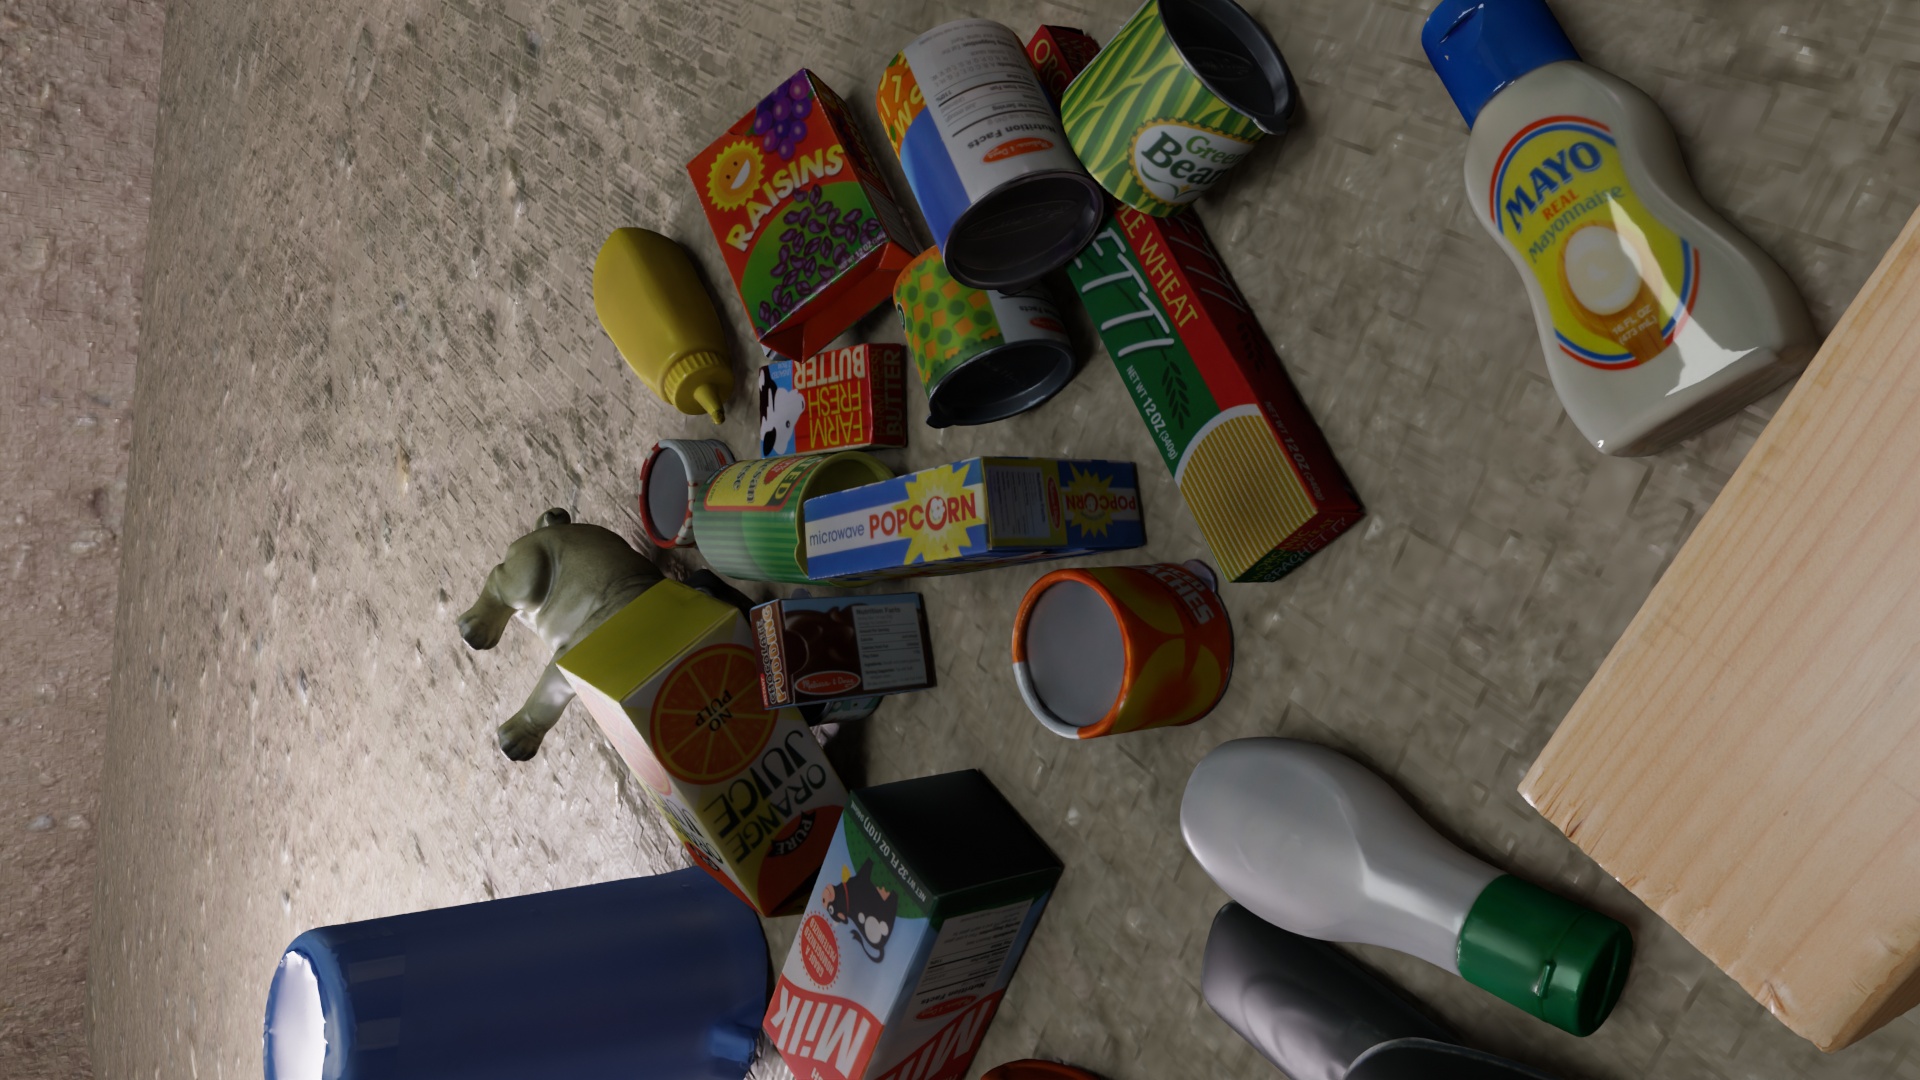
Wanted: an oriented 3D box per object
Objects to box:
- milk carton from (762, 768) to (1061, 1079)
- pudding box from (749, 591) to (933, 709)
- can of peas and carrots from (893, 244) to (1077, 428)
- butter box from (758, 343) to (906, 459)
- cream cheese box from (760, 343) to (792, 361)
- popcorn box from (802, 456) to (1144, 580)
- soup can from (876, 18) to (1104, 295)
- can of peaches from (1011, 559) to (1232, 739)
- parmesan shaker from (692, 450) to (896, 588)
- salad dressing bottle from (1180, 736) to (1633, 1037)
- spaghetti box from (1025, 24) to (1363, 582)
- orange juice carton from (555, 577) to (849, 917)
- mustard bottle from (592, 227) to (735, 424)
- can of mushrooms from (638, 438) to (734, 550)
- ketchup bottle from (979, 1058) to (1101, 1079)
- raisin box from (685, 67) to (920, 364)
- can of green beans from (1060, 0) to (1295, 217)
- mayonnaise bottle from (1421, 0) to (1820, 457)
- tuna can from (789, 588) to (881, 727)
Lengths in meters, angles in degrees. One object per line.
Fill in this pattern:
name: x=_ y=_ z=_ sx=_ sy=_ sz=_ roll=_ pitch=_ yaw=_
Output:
milk carton: x=-0.032 y=0.205 z=0.645 sx=0.072 sy=0.073 sz=0.189 roll=43 pitch=122 yaw=41
pudding box: x=-0.056 y=0.051 z=0.662 sx=0.030 sy=0.084 sz=0.050 roll=-19 pitch=77 yaw=49
can of peas and carrots: x=0.008 y=-0.090 z=0.597 sx=0.070 sy=0.071 sz=0.059 roll=-40 pitch=61 yaw=43
butter box: x=-0.068 y=-0.070 z=0.721 sx=0.103 sy=0.024 sz=0.053 roll=-3 pitch=89 yaw=50
cream cheese box: x=-0.101 y=-0.154 z=0.759 sx=0.053 sy=0.024 sz=0.104 roll=-46 pitch=57 yaw=40
popcorn box: x=0.002 y=-0.007 z=0.592 sx=0.126 sy=0.085 sz=0.038 roll=-10 pitch=82 yaw=50
soup can: x=0.010 y=-0.151 z=0.550 sx=0.071 sy=0.071 sz=0.084 roll=-45 pitch=57 yaw=40
can of peaches: x=0.063 y=0.040 z=0.541 sx=0.071 sy=0.058 sz=0.071 roll=2 pitch=93 yaw=50
parmesan shaker: x=-0.086 y=-0.009 z=0.706 sx=0.103 sy=0.071 sz=0.071 roll=1 pitch=91 yaw=50
salad dressing bottle: x=0.142 y=0.112 z=0.461 sx=0.148 sy=0.044 sz=0.064 roll=21 pitch=105 yaw=47
spaghetti box: x=0.075 y=-0.100 z=0.547 sx=0.050 sy=0.029 sz=0.251 roll=-46 pitch=57 yaw=40
orange juice carton: x=-0.115 y=0.118 z=0.705 sx=0.072 sy=0.073 sz=0.192 roll=16 pitch=140 yaw=49
mustard bottle: x=-0.170 y=-0.119 z=0.823 sx=0.161 sy=0.049 sz=0.065 roll=56 pitch=130 yaw=32
can of mushrooms: x=-0.163 y=-0.026 z=0.828 sx=0.071 sy=0.033 sz=0.071 roll=1 pitch=92 yaw=49
ketchup bottle: x=0.039 y=0.301 z=0.585 sx=0.064 sy=0.043 sz=0.148 roll=-3 pitch=89 yaw=50
raisin box: x=-0.081 y=-0.164 z=0.701 sx=0.086 sy=0.040 sz=0.124 roll=-34 pitch=62 yaw=19
can of green beans: x=0.079 y=-0.162 z=0.513 sx=0.057 sy=0.071 sz=0.071 roll=-39 pitch=62 yaw=44
mayonnaise bottle: x=0.184 y=-0.101 z=0.409 sx=0.064 sy=0.041 sz=0.148 roll=-41 pitch=61 yaw=44
tuna can: x=-0.069 y=0.059 z=0.718 sx=0.071 sy=0.033 sz=0.071 roll=1 pitch=92 yaw=50
